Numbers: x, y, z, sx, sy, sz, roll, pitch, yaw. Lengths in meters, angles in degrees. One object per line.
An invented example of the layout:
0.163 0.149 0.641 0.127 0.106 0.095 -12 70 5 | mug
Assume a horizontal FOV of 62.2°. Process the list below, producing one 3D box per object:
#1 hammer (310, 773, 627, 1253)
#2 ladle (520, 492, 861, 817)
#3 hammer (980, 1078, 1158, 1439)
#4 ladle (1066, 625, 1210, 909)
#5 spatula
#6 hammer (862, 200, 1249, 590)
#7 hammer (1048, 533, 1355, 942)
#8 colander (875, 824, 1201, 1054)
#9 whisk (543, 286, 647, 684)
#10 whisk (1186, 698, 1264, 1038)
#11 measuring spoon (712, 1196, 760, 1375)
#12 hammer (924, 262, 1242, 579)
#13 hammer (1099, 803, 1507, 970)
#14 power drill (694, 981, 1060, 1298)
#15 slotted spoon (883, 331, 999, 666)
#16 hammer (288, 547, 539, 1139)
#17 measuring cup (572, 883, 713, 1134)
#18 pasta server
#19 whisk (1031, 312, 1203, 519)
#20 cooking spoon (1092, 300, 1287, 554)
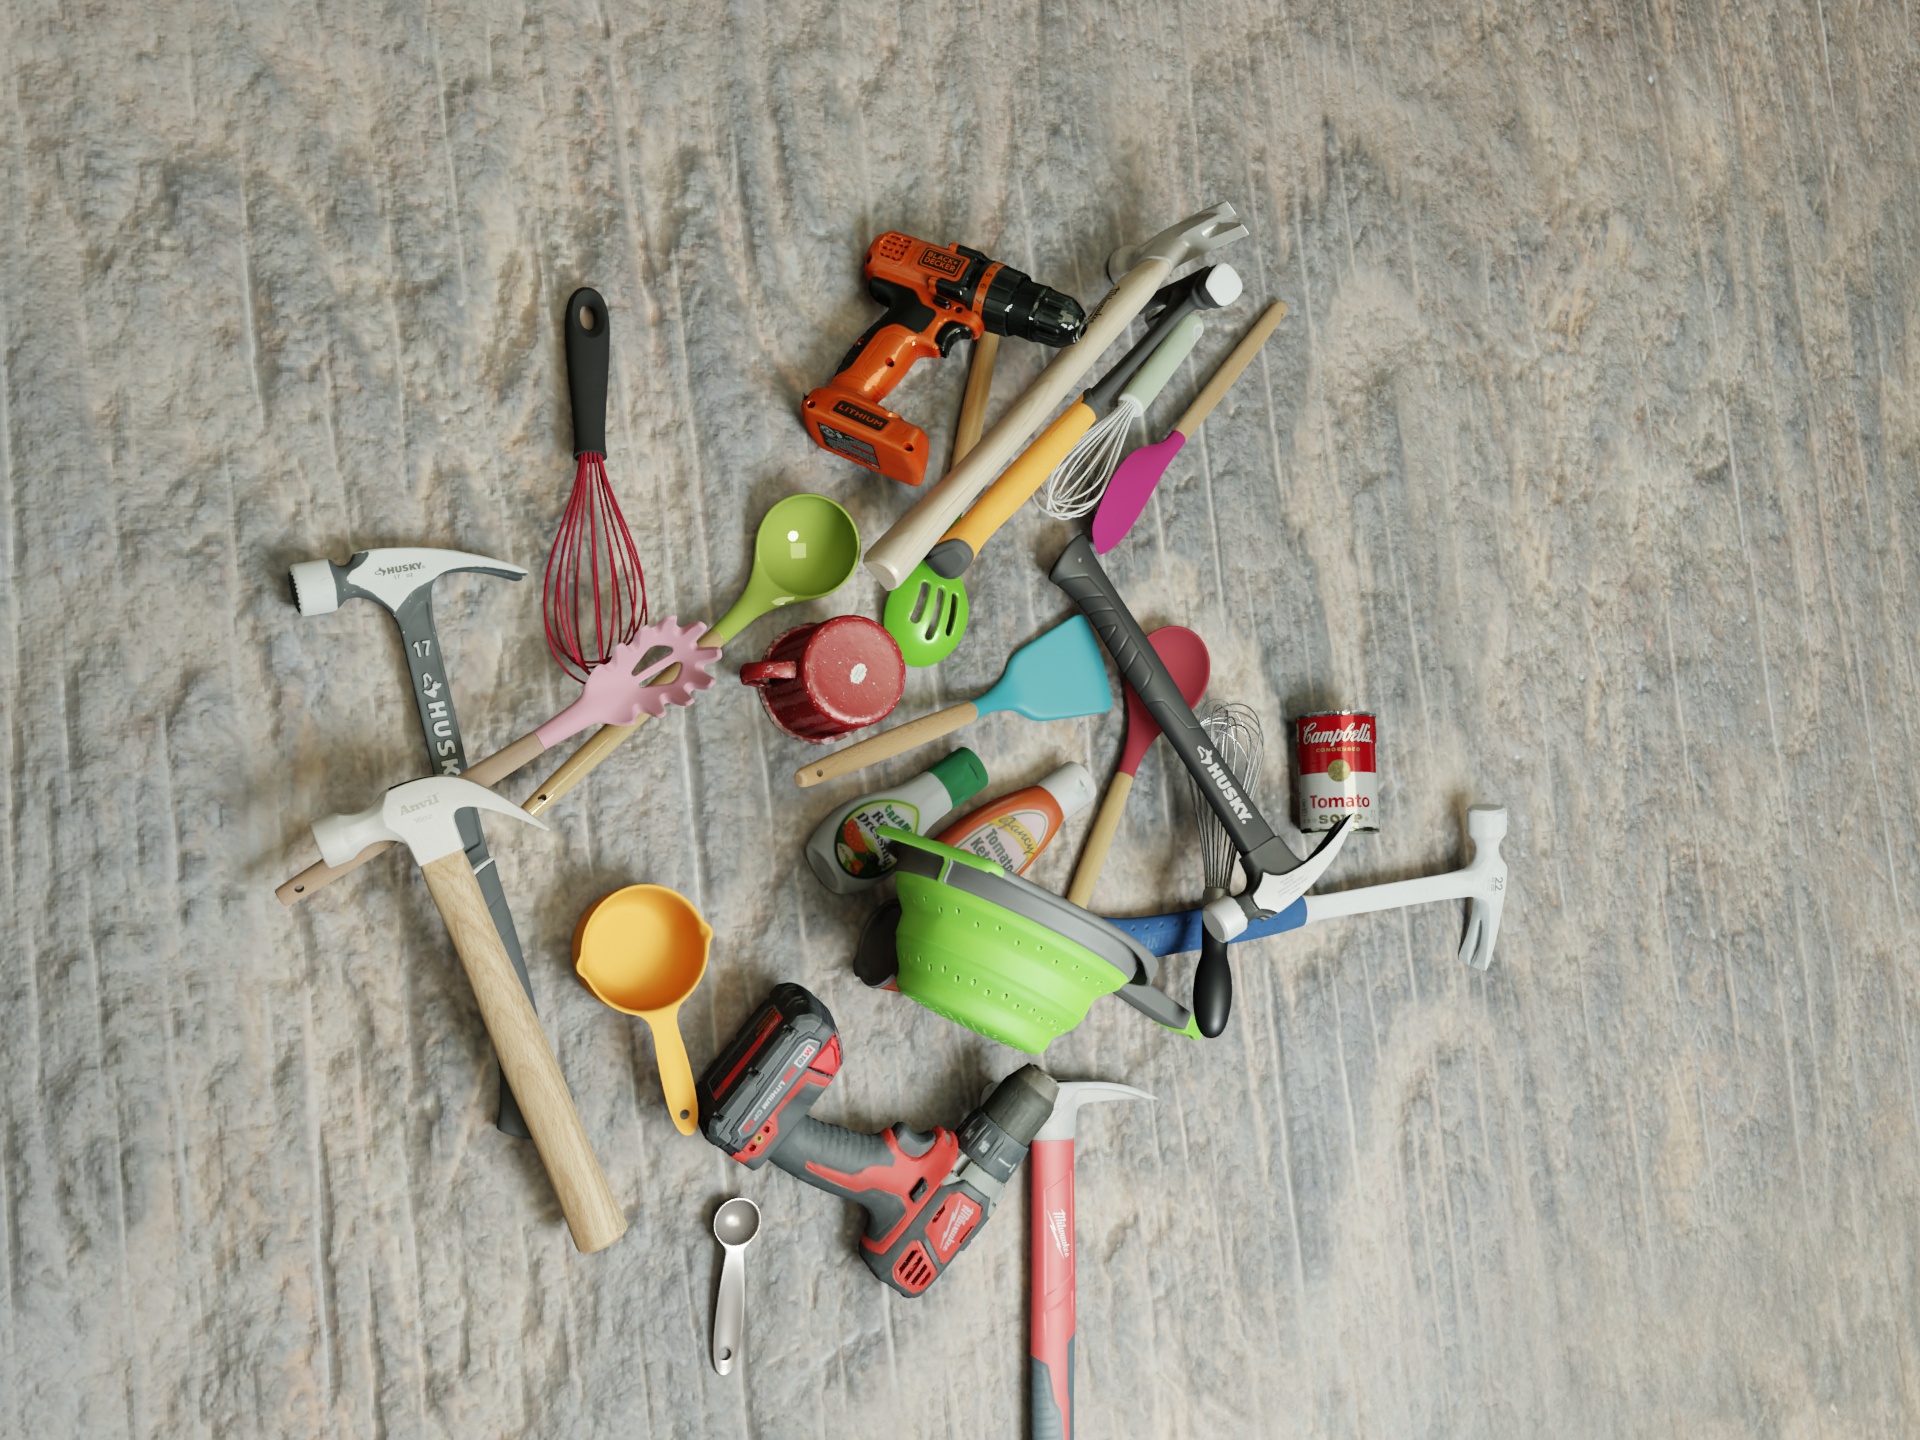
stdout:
-0.287 0.190 1.020 0.130 0.031 0.331 -23 102 -18 | hammer
-0.187 -0.047 1.116 0.078 0.062 0.320 42 63 2 | ladle
0.084 0.470 1.208 0.143 0.038 0.386 4 82 -27 | hammer
0.125 0.068 1.281 0.069 0.031 0.315 24 76 -5 | ladle
-0.002 -0.004 1.192 0.317 0.044 0.082 -23 98 -46 | spatula
0.068 -0.252 1.220 0.038 0.146 0.411 48 66 -20 | hammer
0.174 -0.003 1.252 0.146 0.035 0.335 -28 80 -19 | hammer
0.066 0.198 1.136 0.396 0.205 0.094 39 72 -47 | colander
-0.258 -0.166 1.113 0.073 0.073 0.296 1 77 -25 | whisk
0.205 0.112 1.265 0.070 0.070 0.285 19 63 -22 | whisk
-0.163 0.395 1.116 0.034 0.018 0.124 6 88 -25 | measuring spoon
0.085 -0.234 1.254 0.034 0.127 0.337 48 71 -18 | hammer
0.297 0.164 1.338 0.405 0.035 0.144 -6 99 -23 | hammer
-0.053 0.280 1.126 0.226 0.080 0.188 41 85 -18 | power drill
-0.002 -0.193 1.253 0.070 0.031 0.314 18 75 -26 | slotted spoon
-0.324 0.082 1.063 0.149 0.036 0.409 -14 90 -27 | hammer
-0.212 0.197 1.093 0.095 0.052 0.173 -14 92 -26 | measuring cup
-0.297 0.028 1.033 0.316 0.040 0.060 -34 102 -18 | pasta server
0.136 -0.256 1.318 0.246 0.059 0.057 -54 150 -25 | whisk
0.197 -0.256 1.347 0.319 0.017 0.068 -52 148 -26 | cooking spoon
